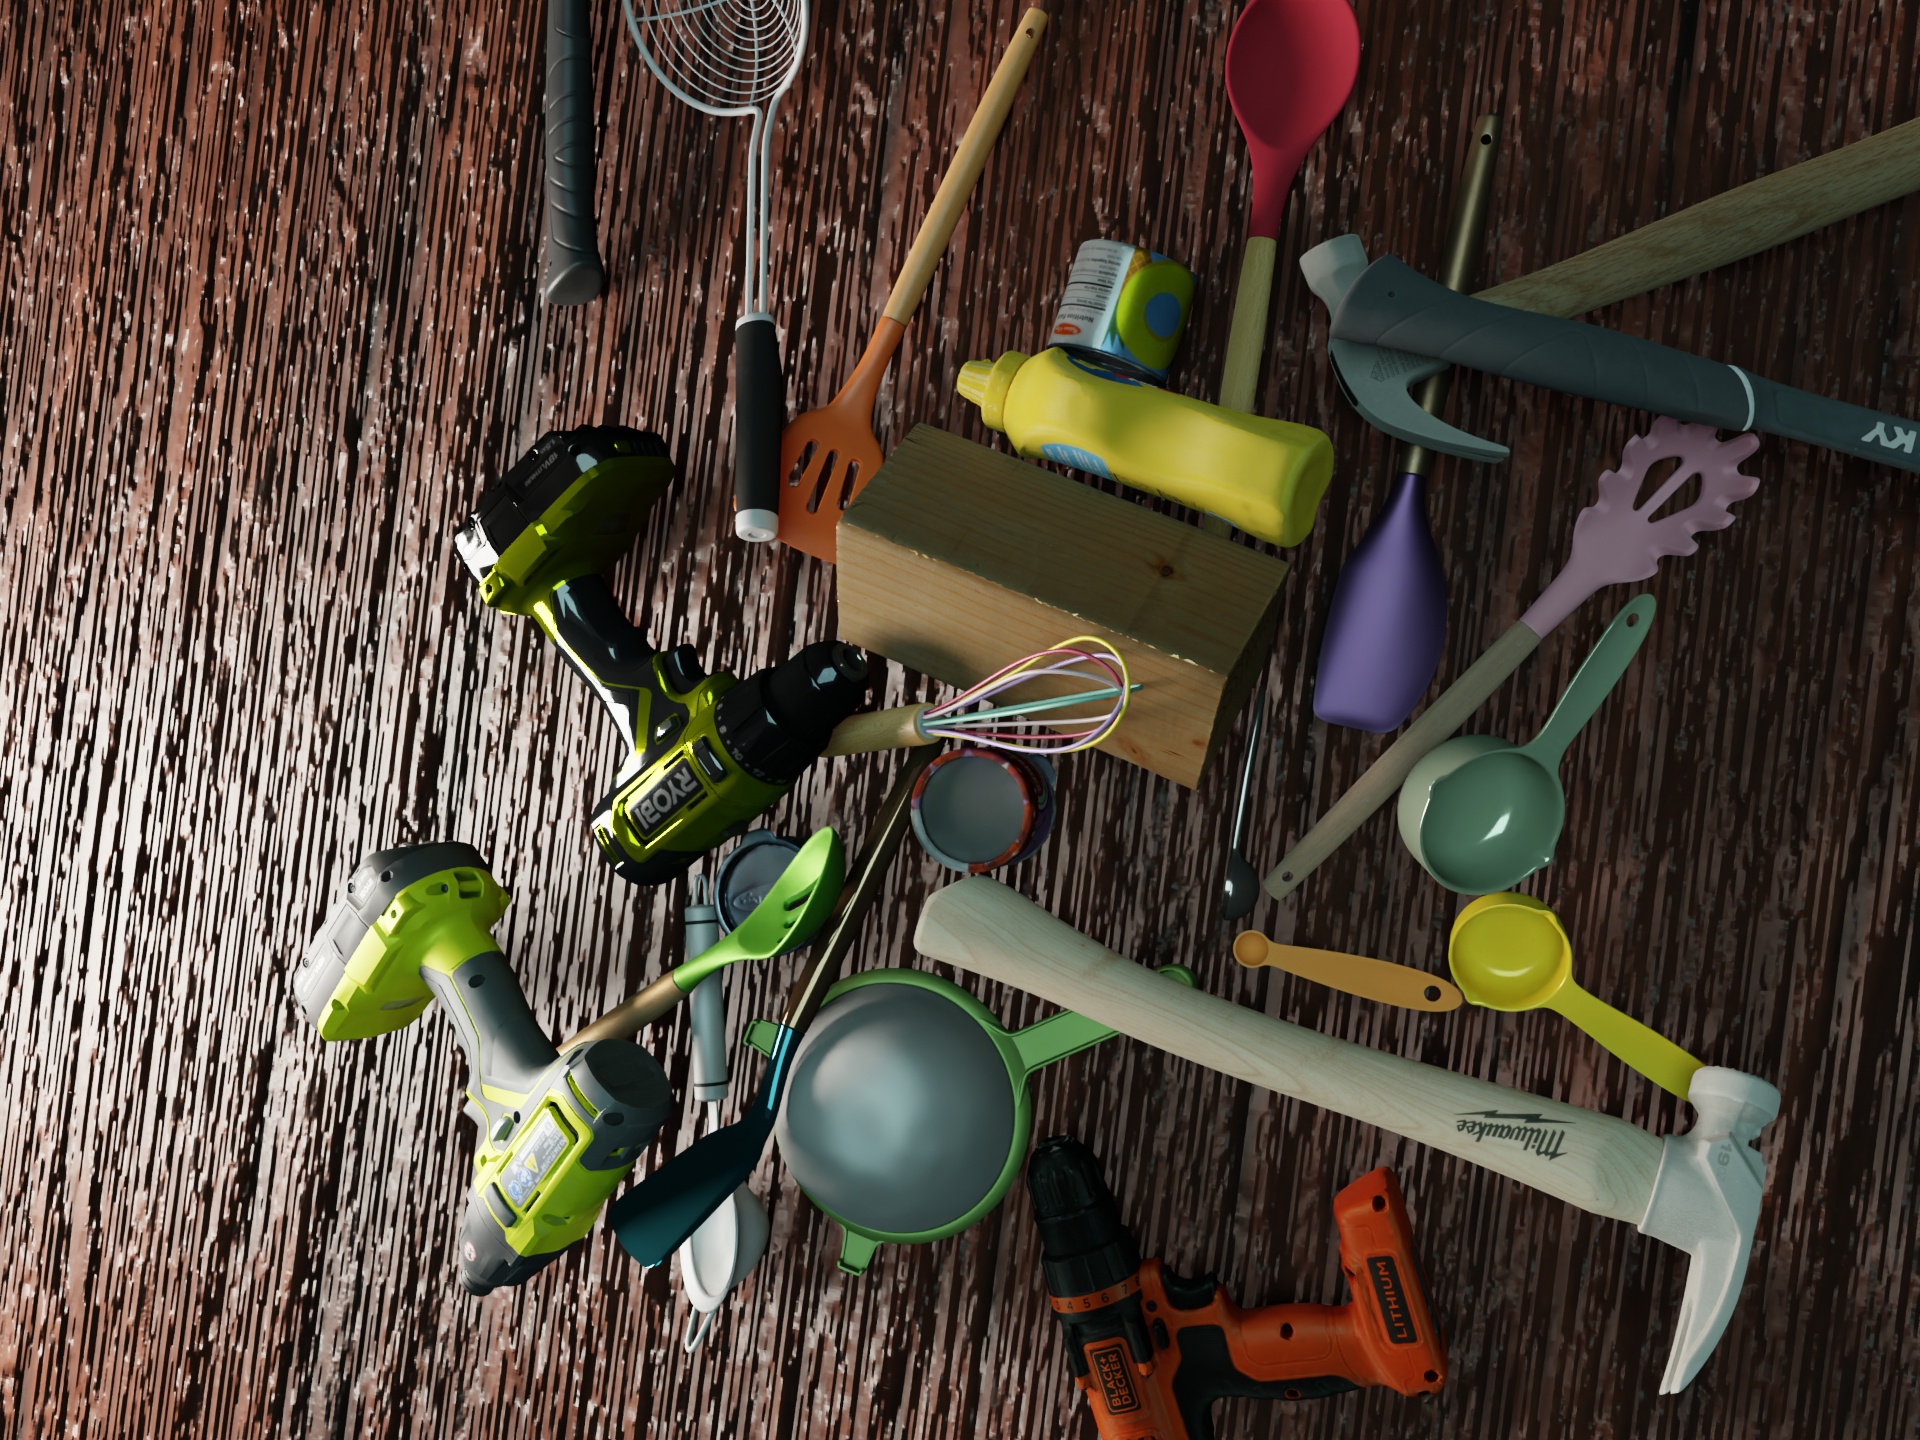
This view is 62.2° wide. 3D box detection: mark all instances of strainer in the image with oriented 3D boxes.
[{"bbox_3d":[0.004,0.189,0.836,0.256,0.069,0.151,-26,82,15],"label":"strainer"},{"bbox_3d":[-0.136,0.215,0.888,0.087,0.050,0.258,-15,77,59],"label":"strainer"}]

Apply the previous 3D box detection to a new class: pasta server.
[{"bbox_3d":[0.263,-0.025,0.788,0.060,0.040,0.316,44,101,10],"label":"pasta server"}]

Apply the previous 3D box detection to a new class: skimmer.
[{"bbox_3d":[-0.132,-0.277,0.852,0.127,0.090,0.363,-14,71,38],"label":"skimmer"}]

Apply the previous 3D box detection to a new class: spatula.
[{"bbox_3d":[-0.085,0.134,0.836,0.044,0.082,0.317,30,80,-26],"label":"spatula"},{"bbox_3d":[-0.024,-0.242,0.873,0.081,0.041,0.322,25,93,-12],"label":"spatula"},{"bbox_3d":[0.238,-0.149,0.809,0.060,0.018,0.316,12,92,11],"label":"spatula"}]

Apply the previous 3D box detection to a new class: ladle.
[{"bbox_3d":[0.155,-0.225,0.831,0.069,0.031,0.315,10,93,18],"label":"ladle"}]

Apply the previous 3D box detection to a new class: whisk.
[{"bbox_3d":[-0.001,-0.005,0.803,0.245,0.051,0.047,-9,106,50],"label":"whisk"}]

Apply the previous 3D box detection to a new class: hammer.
[{"bbox_3d":[0.371,-0.136,0.722,0.409,0.036,0.149,17,82,7],"label":"hammer"},{"bbox_3d":[0.165,0.175,0.770,0.411,0.038,0.146,18,69,17],"label":"hammer"},{"bbox_3d":[0.342,-0.224,0.764,0.331,0.031,0.130,-20,88,10],"label":"hammer"},{"bbox_3d":[-0.228,-0.412,0.917,0.146,0.035,0.334,11,102,53],"label":"hammer"}]

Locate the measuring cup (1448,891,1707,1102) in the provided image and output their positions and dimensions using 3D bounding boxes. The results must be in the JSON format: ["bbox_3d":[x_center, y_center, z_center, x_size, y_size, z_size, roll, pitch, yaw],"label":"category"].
[{"bbox_3d":[0.310,0.139,0.780,0.156,0.029,0.062,34,113,1],"label":"measuring cup"}]

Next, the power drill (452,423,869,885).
[{"bbox_3d":[-0.163,-0.047,0.869,0.190,0.080,0.228,-38,79,29],"label":"power drill"}]

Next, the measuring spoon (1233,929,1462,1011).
[{"bbox_3d":[0.198,0.129,0.817,0.117,0.011,0.021,13,90,12],"label":"measuring spoon"}]

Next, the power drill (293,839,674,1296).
[{"bbox_3d":[-0.271,0.190,0.878,0.223,0.080,0.171,47,112,25],"label":"power drill"}]

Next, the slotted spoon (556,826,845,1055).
[{"bbox_3d":[-0.168,0.153,0.875,0.313,0.070,0.031,-36,117,26],"label":"slotted spoon"}]

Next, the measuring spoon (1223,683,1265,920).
[{"bbox_3d":[0.153,0.043,0.823,0.018,0.034,0.124,9,86,5],"label":"measuring spoon"}]

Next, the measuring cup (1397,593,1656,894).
[{"bbox_3d":[0.275,0.006,0.770,0.083,0.038,0.167,30,98,-21],"label":"measuring cup"}]
